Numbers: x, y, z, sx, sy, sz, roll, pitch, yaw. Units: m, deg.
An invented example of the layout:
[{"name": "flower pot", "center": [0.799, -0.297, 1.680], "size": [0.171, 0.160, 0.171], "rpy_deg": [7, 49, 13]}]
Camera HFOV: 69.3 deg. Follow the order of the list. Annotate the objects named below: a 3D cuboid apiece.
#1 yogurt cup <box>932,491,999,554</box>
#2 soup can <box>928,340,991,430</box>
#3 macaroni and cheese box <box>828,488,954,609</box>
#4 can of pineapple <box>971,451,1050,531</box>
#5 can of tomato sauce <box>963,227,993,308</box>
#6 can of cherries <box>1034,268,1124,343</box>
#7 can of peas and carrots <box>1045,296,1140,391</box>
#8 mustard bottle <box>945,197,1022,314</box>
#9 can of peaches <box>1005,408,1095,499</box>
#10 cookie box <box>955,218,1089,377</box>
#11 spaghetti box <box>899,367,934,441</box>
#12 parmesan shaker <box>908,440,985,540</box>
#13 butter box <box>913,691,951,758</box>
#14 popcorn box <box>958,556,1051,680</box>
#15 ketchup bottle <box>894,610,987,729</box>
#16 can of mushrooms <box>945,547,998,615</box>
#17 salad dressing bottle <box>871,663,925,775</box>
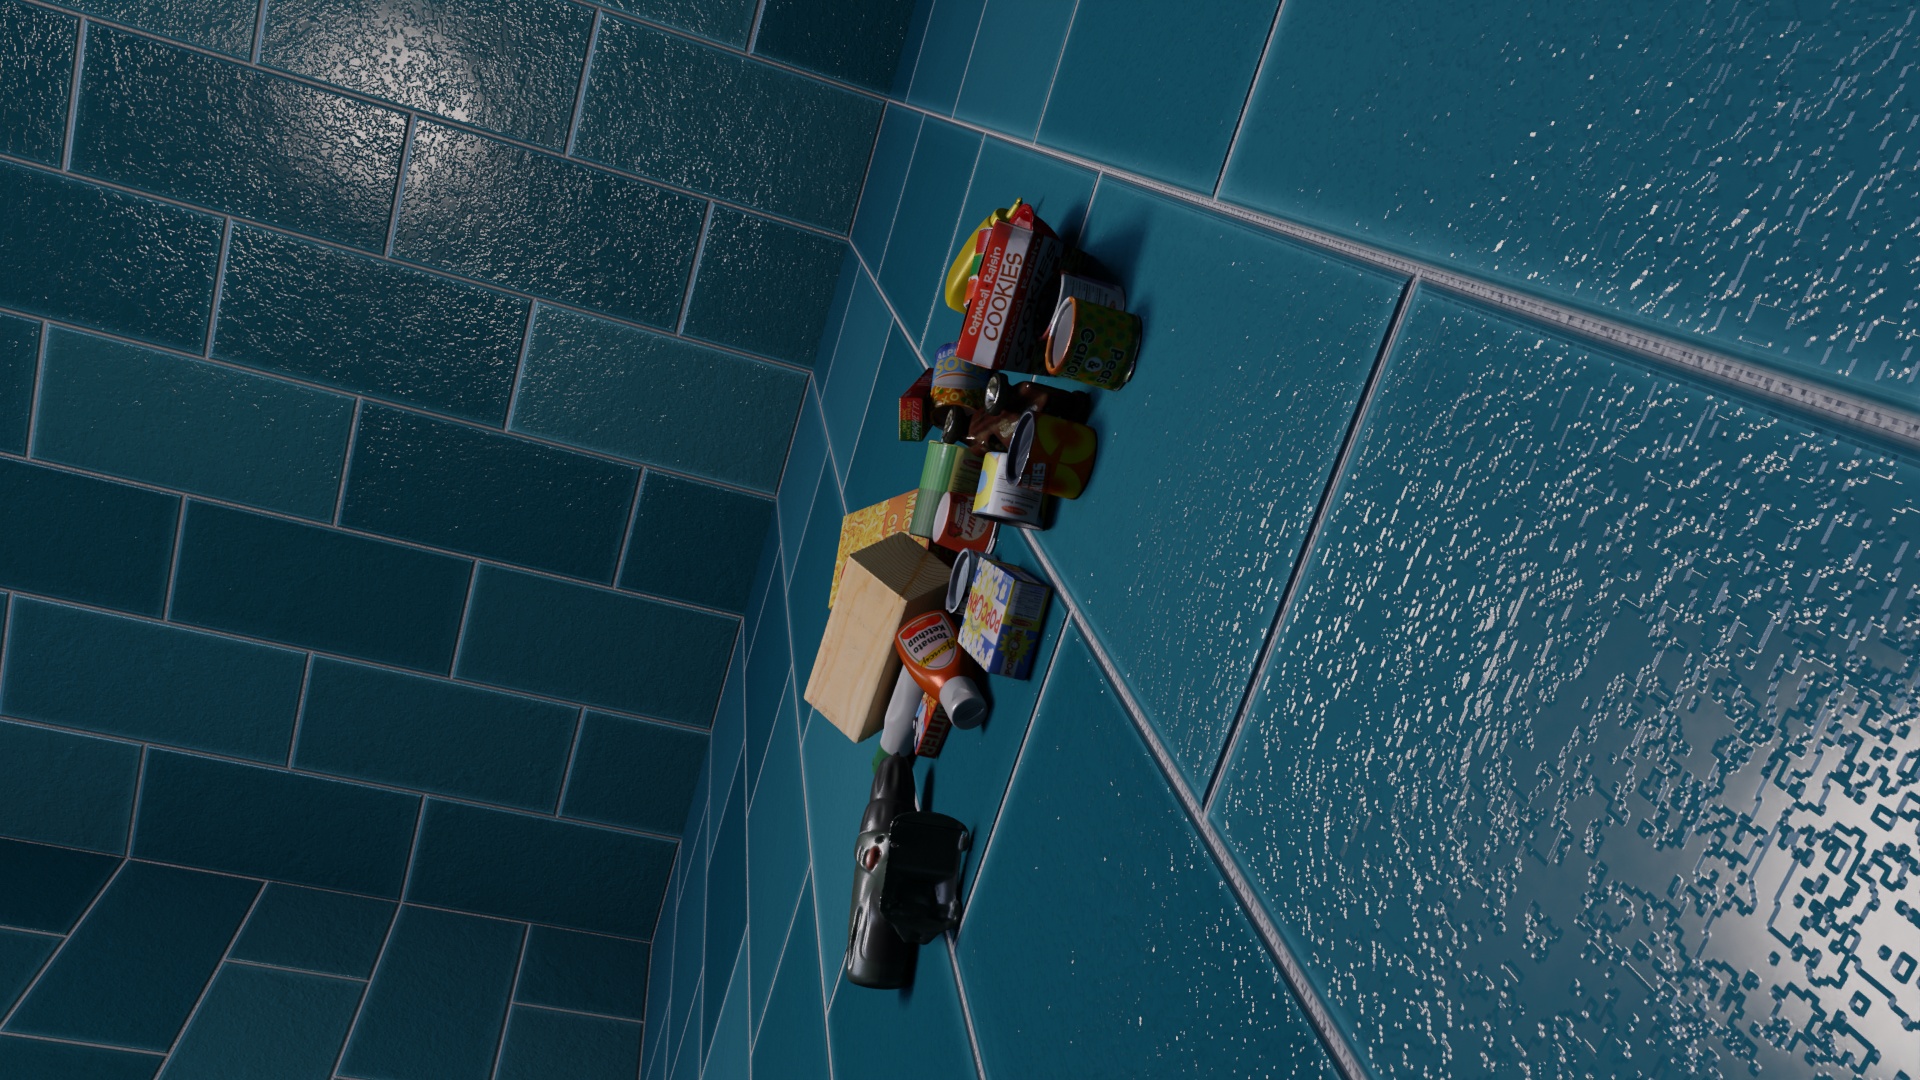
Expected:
[{"name": "yogurt cup", "center": [0.005, -0.018, 1.418], "size": [0.072, 0.054, 0.072], "rpy_deg": [-164, 88, -77]}, {"name": "soup can", "center": [0.000, -0.173, 1.563], "size": [0.071, 0.071, 0.084], "rpy_deg": [127, 153, -58]}, {"name": "macaroni and cheese box", "center": [-0.077, 0.012, 1.598], "size": [0.166, 0.040, 0.124], "rpy_deg": [-19, 54, 42]}, {"name": "can of pineapple", "center": [0.048, -0.044, 1.248], "size": [0.071, 0.071, 0.058], "rpy_deg": [177, 107, -76]}, {"name": "can of tomato sauce", "center": [0.042, -0.289, 1.509], "size": [0.071, 0.071, 0.083], "rpy_deg": [173, 110, -75]}, {"name": "can of cherries", "center": [0.101, -0.195, 1.200], "size": [0.071, 0.058, 0.071], "rpy_deg": [-165, 88, -76]}, {"name": "can of peas and carrots", "center": [0.108, -0.160, 1.138], "size": [0.071, 0.059, 0.071], "rpy_deg": [-165, 88, -77]}, {"name": "mustard bottle", "center": [0.037, -0.330, 1.591], "size": [0.049, 0.065, 0.159], "rpy_deg": [-97, 30, -43]}, {"name": "can of peaches", "center": [0.076, -0.070, 1.178], "size": [0.071, 0.058, 0.071], "rpy_deg": [-165, 89, -76]}, {"name": "cookie box", "center": [0.058, -0.214, 1.252], "size": [0.168, 0.040, 0.122], "rpy_deg": [-9, -62, -68]}, {"name": "spaghetti box", "center": [-0.041, -0.165, 1.649], "size": [0.251, 0.029, 0.050], "rpy_deg": [-68, -20, -74]}, {"name": "parmesan shaker", "center": [-0.016, -0.050, 1.495], "size": [0.071, 0.071, 0.103], "rpy_deg": [-175, 98, -76]}, {"name": "butter box", "center": [-0.021, 0.165, 1.405], "size": [0.053, 0.024, 0.103], "rpy_deg": [-99, 26, -57]}, {"name": "popcorn box", "center": [0.038, 0.067, 1.236], "size": [0.127, 0.038, 0.085], "rpy_deg": [-146, 70, -76]}, {"name": "ketchup bottle", "center": [-0.014, 0.125, 1.331], "size": [0.043, 0.065, 0.149], "rpy_deg": [66, 174, -34]}, {"name": "can of mushrooms", "center": [0.012, 0.044, 1.374], "size": [0.071, 0.033, 0.071], "rpy_deg": [-165, 89, -76]}, {"name": "salad dressing bottle", "center": [-0.059, 0.192, 1.489], "size": [0.064, 0.044, 0.147], "rpy_deg": [-88, 16, -62]}]
